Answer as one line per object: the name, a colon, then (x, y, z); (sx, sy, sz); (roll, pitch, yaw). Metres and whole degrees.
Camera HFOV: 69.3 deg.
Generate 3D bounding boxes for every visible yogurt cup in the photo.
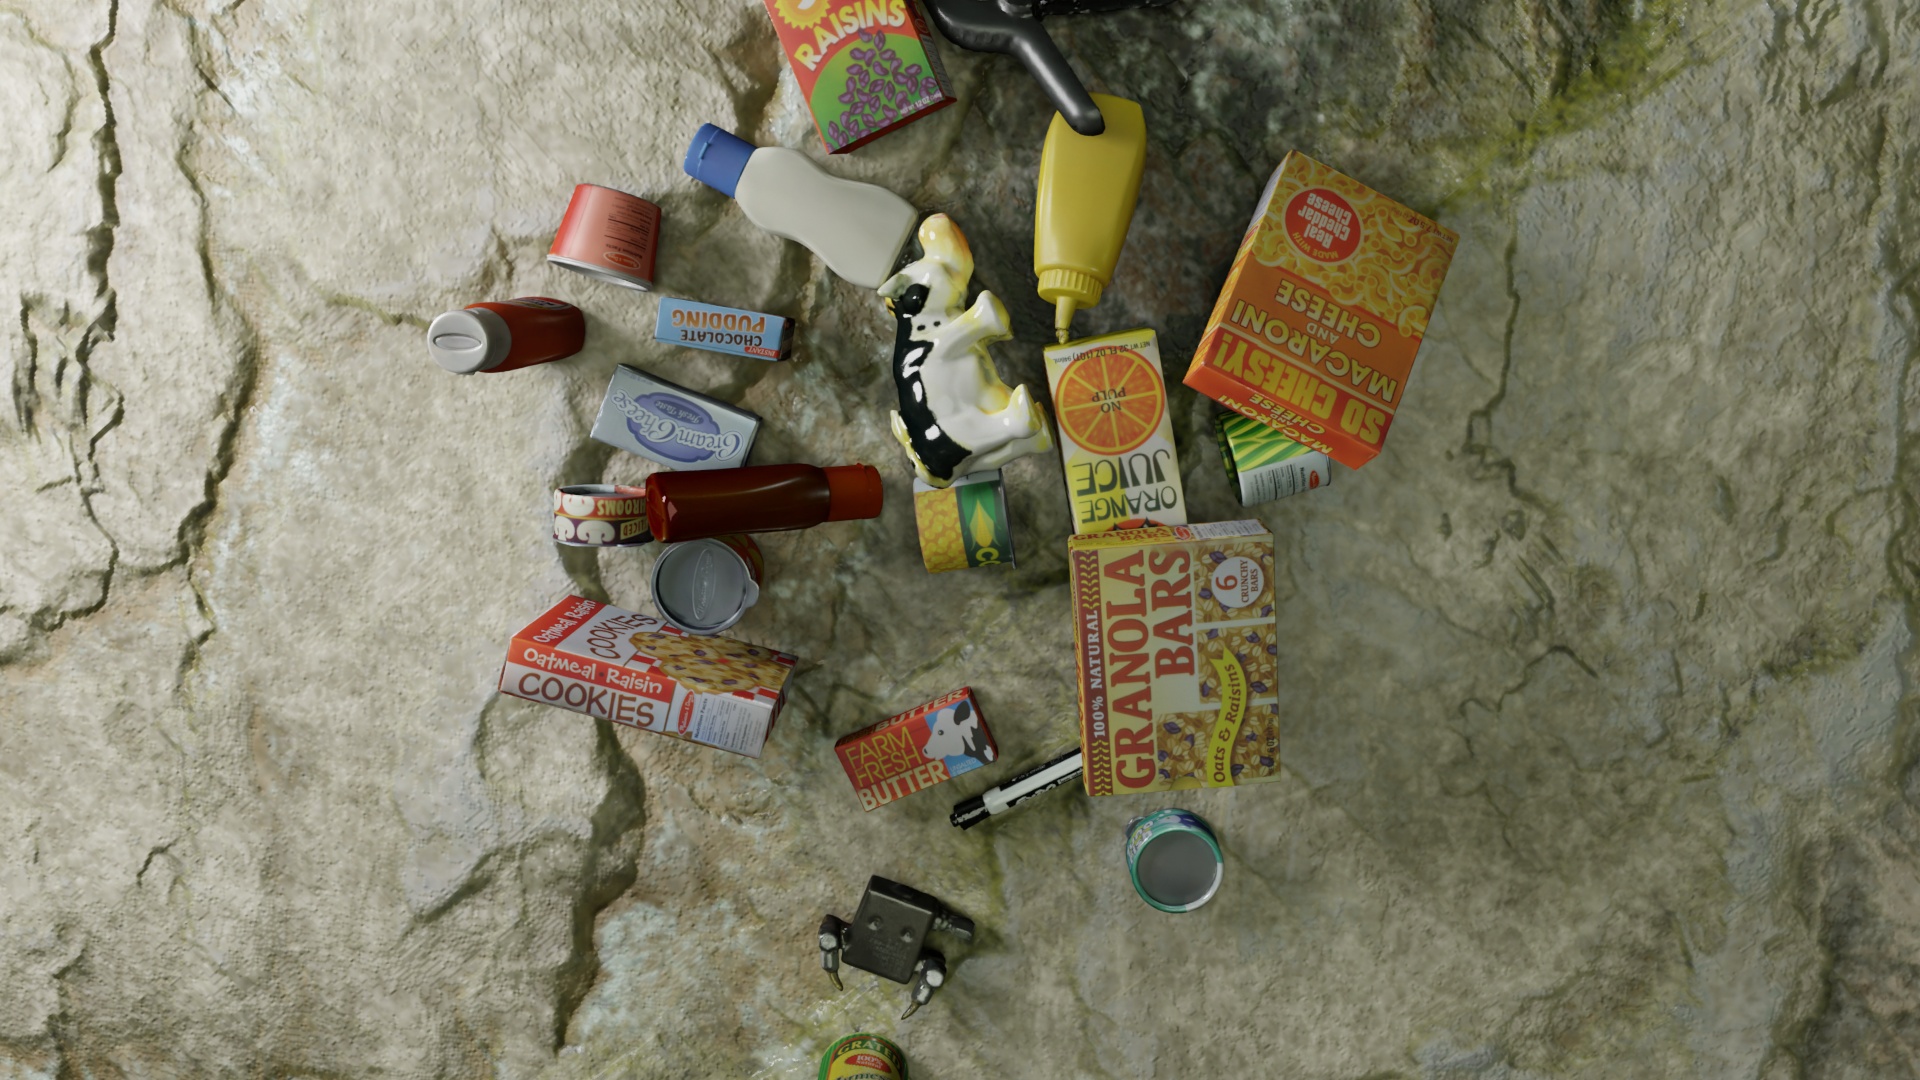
yogurt cup: (-0.225, -0.195, 0.891); (0.072, 0.072, 0.054); (15, 92, -2)

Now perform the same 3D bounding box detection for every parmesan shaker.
parmesan shaker: (-0.069, 0.402, 0.972); (0.071, 0.103, 0.071); (0, 100, 1)

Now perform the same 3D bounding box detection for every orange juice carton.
orange juice carton: (0.104, -0.038, 0.907); (0.072, 0.073, 0.192); (-11, 100, 3)

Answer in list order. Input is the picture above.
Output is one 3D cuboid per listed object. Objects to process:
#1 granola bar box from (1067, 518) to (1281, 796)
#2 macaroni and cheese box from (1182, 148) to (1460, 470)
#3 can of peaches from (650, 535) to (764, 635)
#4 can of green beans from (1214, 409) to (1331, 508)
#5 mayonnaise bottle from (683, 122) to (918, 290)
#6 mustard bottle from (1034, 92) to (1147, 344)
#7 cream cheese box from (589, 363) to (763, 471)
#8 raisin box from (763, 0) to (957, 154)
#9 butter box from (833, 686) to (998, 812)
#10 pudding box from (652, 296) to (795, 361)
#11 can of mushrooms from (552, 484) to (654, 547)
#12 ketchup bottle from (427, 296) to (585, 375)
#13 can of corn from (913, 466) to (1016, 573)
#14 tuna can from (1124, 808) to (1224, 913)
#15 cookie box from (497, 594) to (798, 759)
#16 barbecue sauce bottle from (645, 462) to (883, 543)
granola bar box: (0.135, 0.075, 0.874); (0.124, 0.039, 0.165); (-5, 104, 0)
macaroni and cheese box: (0.227, -0.144, 0.868); (0.124, 0.040, 0.167); (26, 72, -3)
can of peaches: (-0.166, 0.026, 0.931); (0.071, 0.058, 0.071); (0, 100, 1)
can of green beans: (0.203, -0.059, 0.905); (0.058, 0.071, 0.071); (-16, 100, 5)
mayonnaise bottle: (-0.104, -0.220, 0.896); (0.148, 0.041, 0.064); (27, 98, -3)
mustard bottle: (0.075, -0.198, 0.871); (0.065, 0.048, 0.160); (11, 82, 4)
cream cheese box: (-0.189, -0.076, 0.930); (0.104, 0.024, 0.053); (21, 101, -3)
raisin box: (-0.067, -0.316, 0.870); (0.086, 0.040, 0.123); (-20, 99, 19)
butter box: (-0.031, 0.145, 0.967); (0.103, 0.024, 0.053); (-22, 100, 5)
pudding box: (-0.153, -0.138, 0.906); (0.084, 0.050, 0.030); (10, 99, -1)
can of mushrooms: (-0.234, -0.017, 0.919); (0.071, 0.071, 0.033); (4, 99, 0)
ketchup bottle: (-0.283, -0.127, 0.860); (0.065, 0.149, 0.043); (2, 102, 1)
can of corn: (0.003, -0.011, 0.917); (0.058, 0.071, 0.071); (-9, 100, 4)
tuna can: (0.148, 0.223, 0.973); (0.071, 0.033, 0.071); (0, 100, 1)
cookie box: (-0.199, 0.087, 0.909); (0.167, 0.123, 0.040); (15, 100, -2)
barbecue sauce bottle: (-0.125, -0.027, 0.903); (0.149, 0.065, 0.043); (-6, 107, -23)
